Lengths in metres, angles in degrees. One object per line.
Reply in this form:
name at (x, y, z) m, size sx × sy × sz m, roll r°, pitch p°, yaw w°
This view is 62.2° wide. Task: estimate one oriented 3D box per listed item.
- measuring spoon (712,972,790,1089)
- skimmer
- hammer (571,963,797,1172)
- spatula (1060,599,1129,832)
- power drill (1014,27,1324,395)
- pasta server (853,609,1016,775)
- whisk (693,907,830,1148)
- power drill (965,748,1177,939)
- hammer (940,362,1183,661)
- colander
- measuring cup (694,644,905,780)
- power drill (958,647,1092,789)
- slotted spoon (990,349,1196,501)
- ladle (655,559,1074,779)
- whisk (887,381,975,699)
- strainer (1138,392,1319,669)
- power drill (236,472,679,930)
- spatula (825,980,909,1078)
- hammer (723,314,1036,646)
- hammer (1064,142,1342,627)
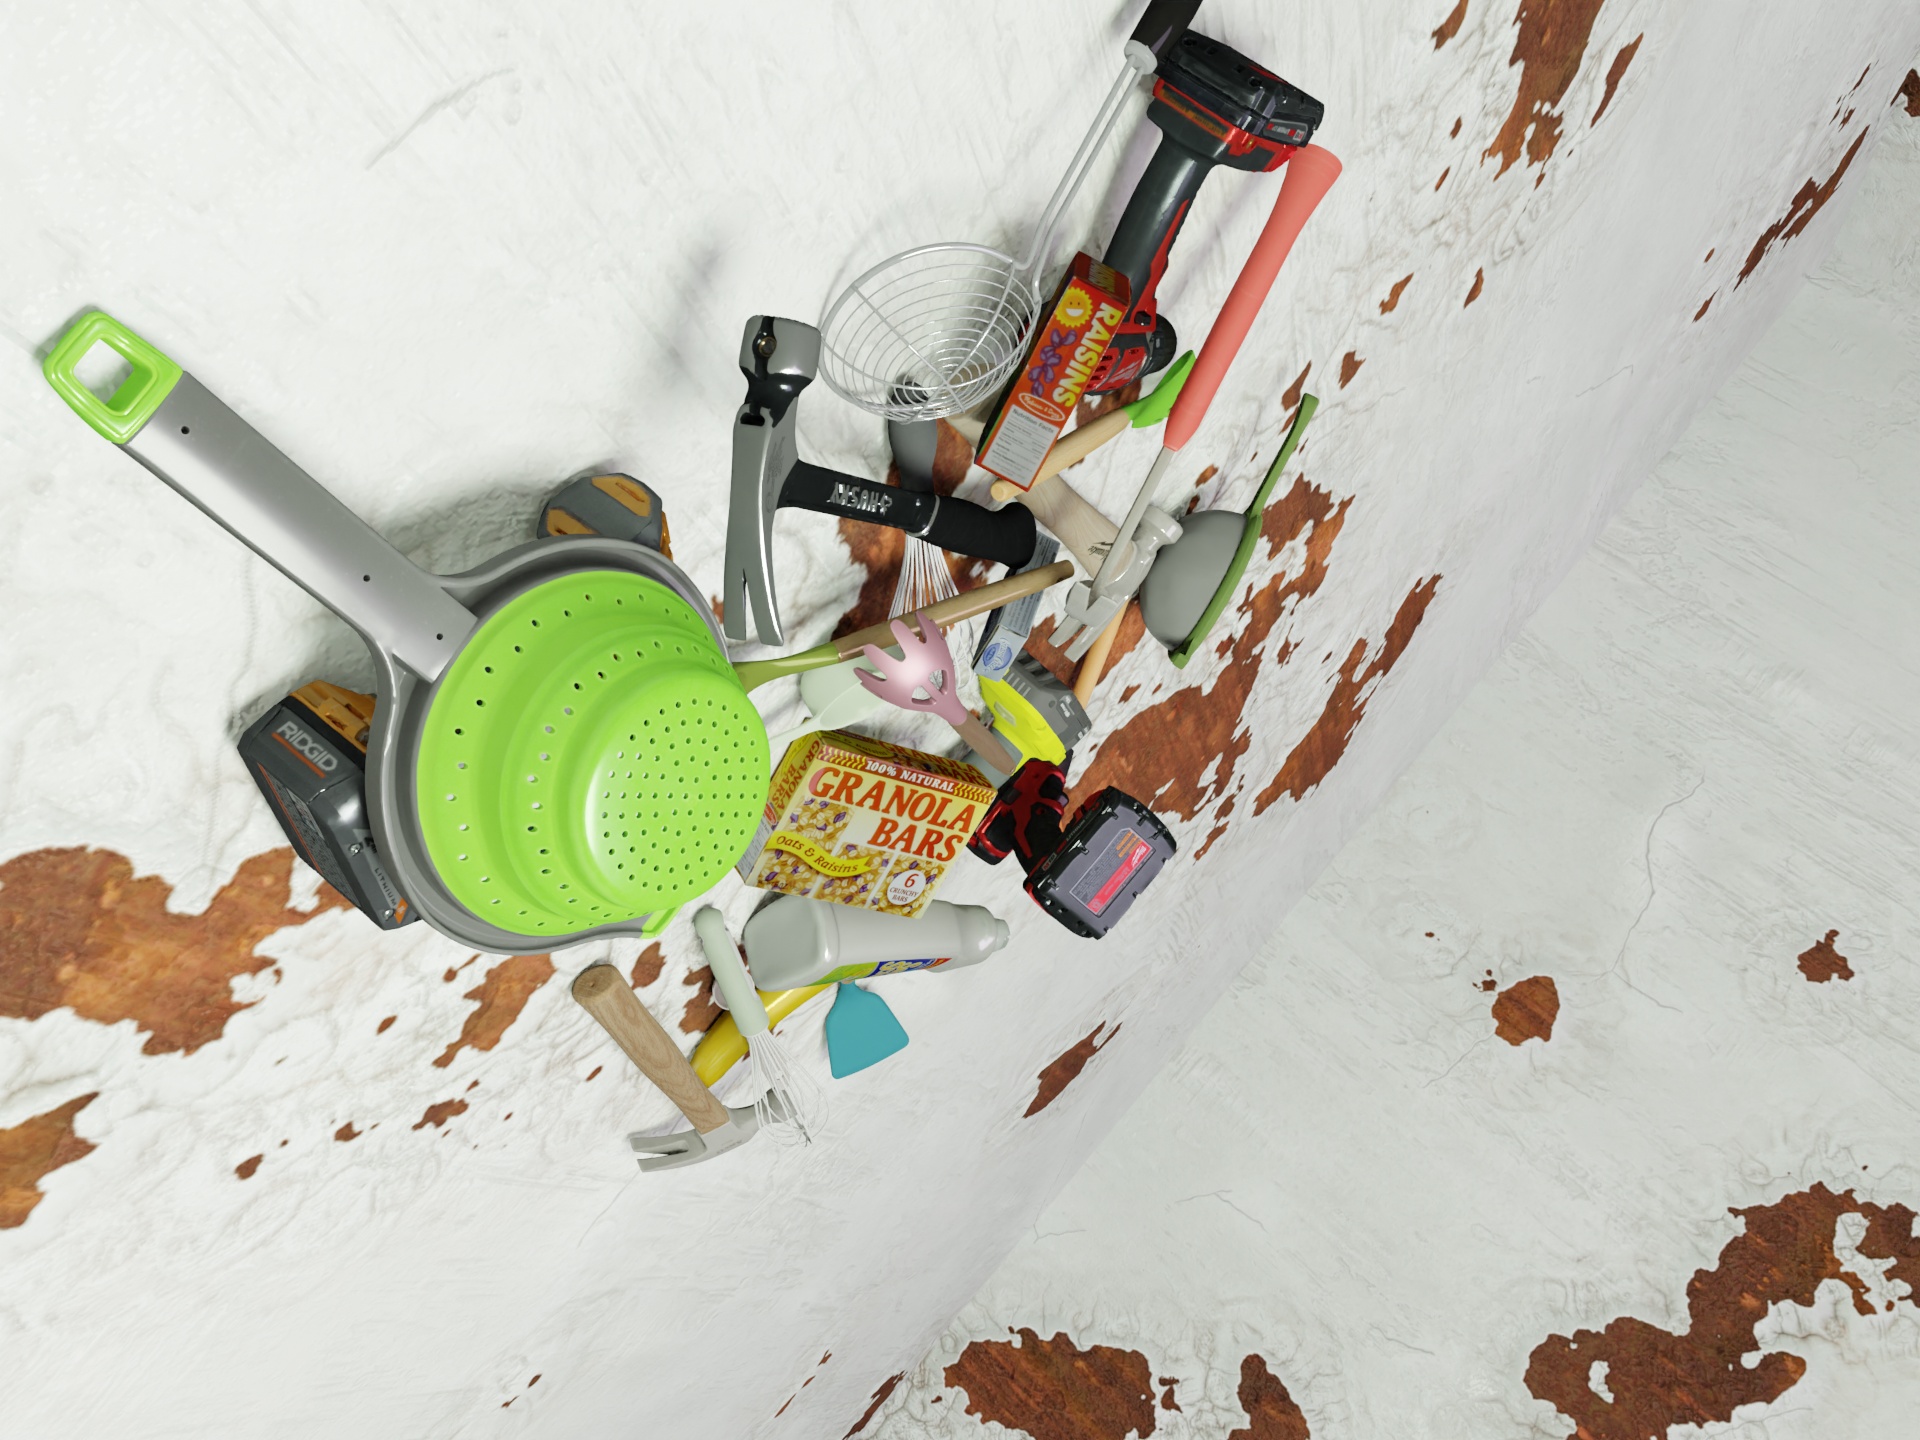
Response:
measuring spoon at (-0.167, 0.249, 1.284) m, size 0.034 × 0.018 × 0.124 m, roll -30°, pitch 116°, yaw -17°
skimmer at (0.048, -0.328, 0.896) m, size 0.363 × 0.090 × 0.127 m, roll -61°, pitch 147°, yaw -5°
hammer at (-0.226, 0.269, 1.220) m, size 0.130 × 0.031 × 0.331 m, roll -27°, pitch 146°, yaw -7°
spatula at (0.111, -0.011, 1.455) m, size 0.041 × 0.081 × 0.322 m, roll -4°, pitch 125°, yaw -39°
power drill at (0.136, -0.311, 1.024) m, size 0.188 × 0.080 × 0.226 m, roll -25°, pitch 150°, yaw -59°
pasta server at (-0.002, -0.003, 1.095) m, size 0.060 × 0.040 × 0.316 m, roll -43°, pitch 162°, yaw 1°
whisk at (-0.155, 0.240, 1.225) m, size 0.059 × 0.058 × 0.246 m, roll -23°, pitch 121°, yaw -10°
power drill at (0.084, 0.084, 1.360) m, size 0.078 × 0.220 × 0.143 m, roll 41°, pitch 88°, yaw -28°
hammer at (0.065, -0.152, 1.176) m, size 0.146 × 0.038 × 0.410 m, roll -52°, pitch 157°, yaw 4°
colander at (-0.192, -0.020, 0.667) m, size 0.204 × 0.095 × 0.396 m, roll -59°, pitch 139°, yaw -16°
measuring cup at (-0.111, -0.010, 1.067) m, size 0.167 × 0.038 × 0.083 m, roll -27°, pitch 164°, yaw -13°
power drill at (-0.003, 0.047, 1.293) m, size 0.223 × 0.080 × 0.171 m, roll -47°, pitch 158°, yaw -3°
slotted spoon at (0.097, -0.199, 1.091) m, size 0.070 × 0.031 × 0.314 m, roll -48°, pitch 175°, yaw 37°
ladle at (-0.052, -0.042, 1.011) m, size 0.320 × 0.062 × 0.078 m, roll -22°, pitch 157°, yaw -27°
whisk at (-0.025, -0.108, 1.052) m, size 0.070 × 0.070 × 0.284 m, roll -40°, pitch 150°, yaw -25°
strainer at (0.220, -0.174, 1.373) m, size 0.256 × 0.069 × 0.151 m, roll -63°, pitch -177°, yaw 15°
power drill at (-0.229, 0.001, 0.806) m, size 0.226 × 0.084 × 0.185 m, roll -45°, pitch 157°, yaw -28°
spatula at (-0.096, 0.224, 1.417) m, size 0.082 × 0.044 × 0.317 m, roll -23°, pitch 147°, yaw -15°
hammer at (-0.029, -0.114, 0.906) m, size 0.409 × 0.036 × 0.149 m, roll -4°, pitch 104°, yaw -70°
hammer at (0.164, -0.228, 1.080) m, size 0.359 × 0.036 × 0.149 m, roll -63°, pitch 179°, yaw 0°
